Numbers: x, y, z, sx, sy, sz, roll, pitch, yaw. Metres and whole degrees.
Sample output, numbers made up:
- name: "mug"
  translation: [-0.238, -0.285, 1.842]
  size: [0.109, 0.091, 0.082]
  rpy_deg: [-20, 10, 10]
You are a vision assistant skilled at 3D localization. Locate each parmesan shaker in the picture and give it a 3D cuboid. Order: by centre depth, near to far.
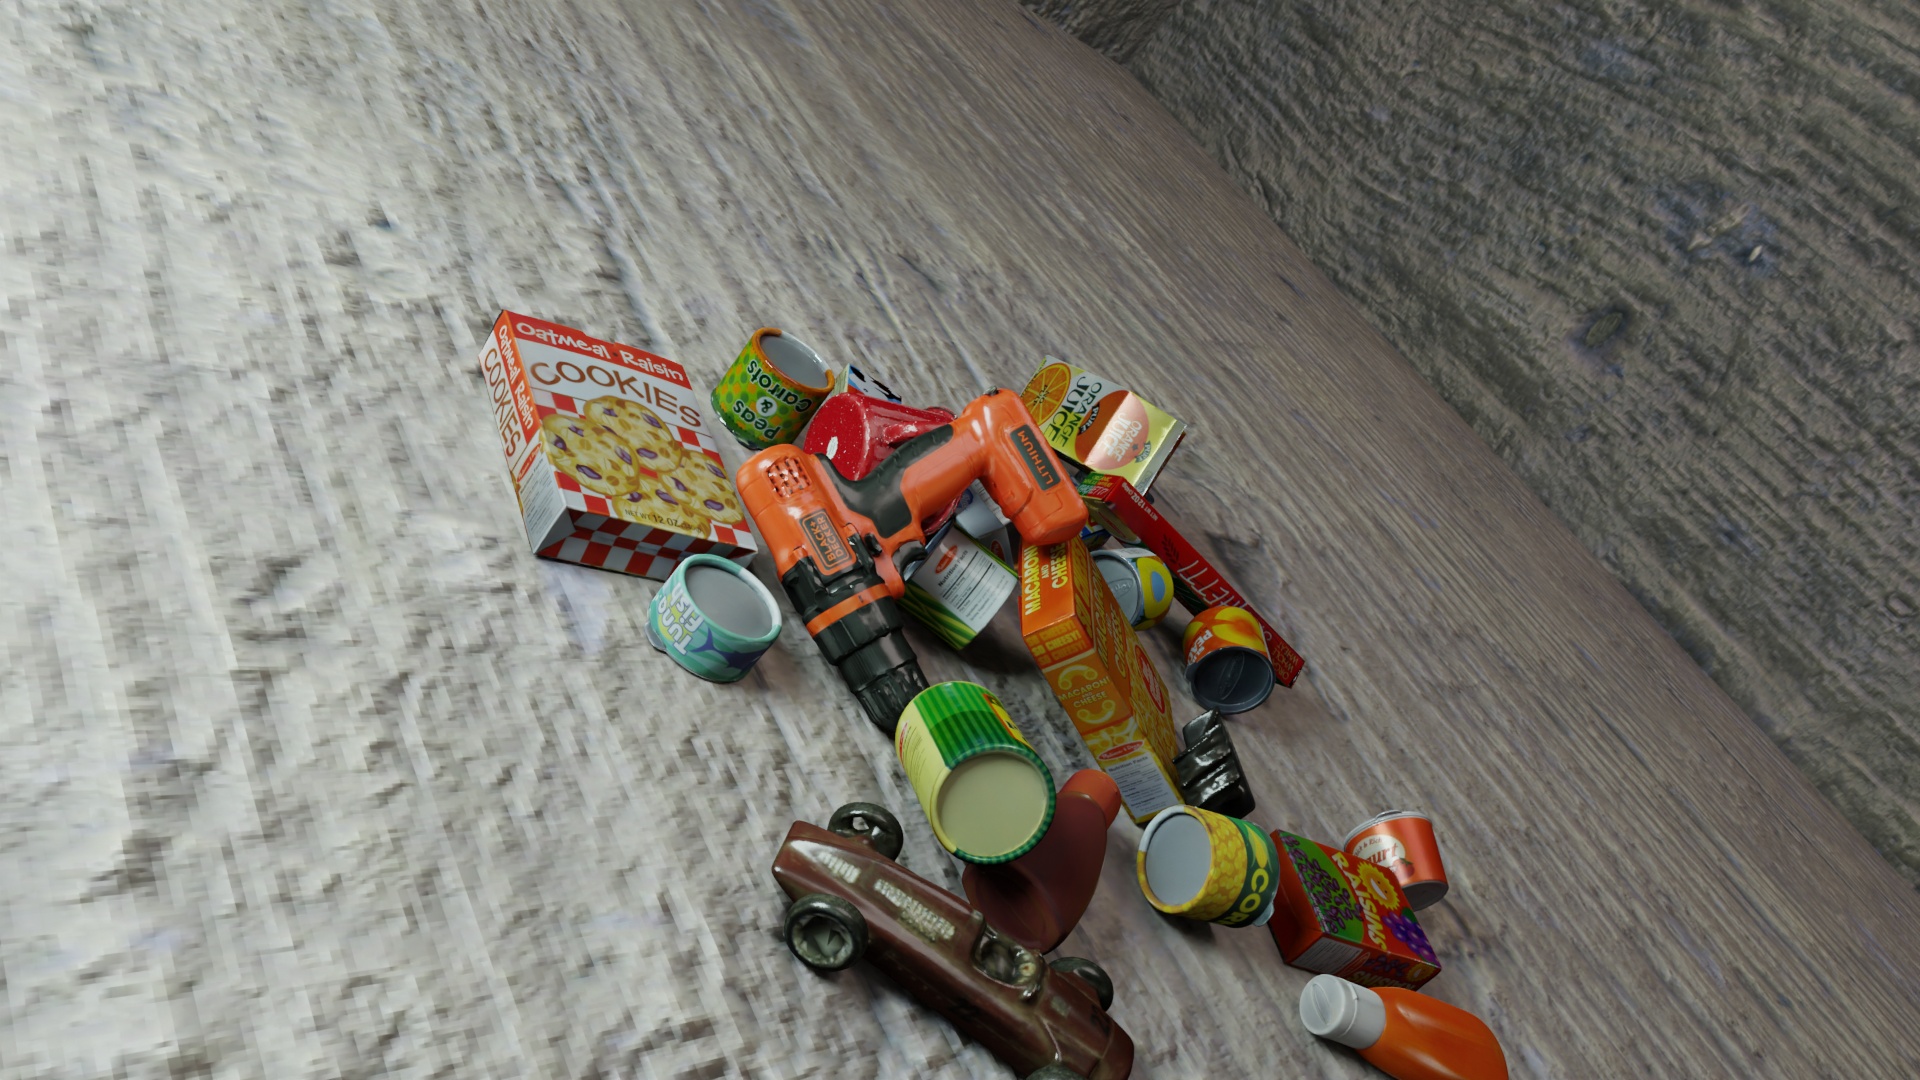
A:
- name: "parmesan shaker"
  translation: [0.007, 0.123, 0.732]
  size: [0.071, 0.071, 0.103]
  rpy_deg: [33, 3, -16]

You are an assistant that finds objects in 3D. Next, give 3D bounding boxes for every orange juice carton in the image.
- name: "orange juice carton"
  translation: [0.121, -0.091, 1.173]
  size: [0.073, 0.072, 0.193]
  rpy_deg: [32, 3, -31]

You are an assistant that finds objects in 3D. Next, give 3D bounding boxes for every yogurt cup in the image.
- name: "yogurt cup"
  translation: [0.324, 0.240, 1.025]
  size: [0.072, 0.072, 0.054]
  rpy_deg: [22, 39, -34]

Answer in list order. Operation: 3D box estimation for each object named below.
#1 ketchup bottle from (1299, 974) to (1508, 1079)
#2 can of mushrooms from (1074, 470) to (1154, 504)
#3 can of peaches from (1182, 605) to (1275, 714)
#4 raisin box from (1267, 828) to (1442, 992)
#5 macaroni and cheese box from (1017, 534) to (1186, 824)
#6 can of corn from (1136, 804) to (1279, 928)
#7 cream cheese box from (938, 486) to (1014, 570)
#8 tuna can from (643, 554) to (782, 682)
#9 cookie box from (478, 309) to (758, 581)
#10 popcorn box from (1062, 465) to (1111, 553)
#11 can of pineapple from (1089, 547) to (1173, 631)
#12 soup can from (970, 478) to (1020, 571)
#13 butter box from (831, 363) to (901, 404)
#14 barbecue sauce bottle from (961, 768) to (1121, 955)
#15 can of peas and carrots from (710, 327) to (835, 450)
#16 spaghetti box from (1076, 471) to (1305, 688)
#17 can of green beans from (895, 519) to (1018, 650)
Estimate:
- name: "ketchup bottle"
  translation: [0.277, 0.310, 0.872]
  size: [0.149, 0.043, 0.065]
  rpy_deg: [27, 28, -26]
- name: "can of mushrooms"
  translation: [0.138, -0.045, 1.253]
  size: [0.071, 0.033, 0.071]
  rpy_deg: [32, 26, -18]
- name: "can of peaches"
  translation: [0.208, 0.093, 1.094]
  size: [0.071, 0.071, 0.058]
  rpy_deg: [33, 27, -17]
- name: "raisin box"
  translation: [0.258, 0.253, 0.940]
  size: [0.123, 0.040, 0.086]
  rpy_deg: [23, 30, -30]
- name: "macaroni and cheese box"
  translation: [0.091, 0.083, 0.906]
  size: [0.166, 0.040, 0.124]
  rpy_deg: [58, 17, -26]
- name: "can of corn"
  translation: [0.151, 0.200, 0.845]
  size: [0.058, 0.071, 0.071]
  rpy_deg: [21, 32, -34]
- name: "cream cheese box"
  translation: [0.003, -0.012, 0.974]
  size: [0.104, 0.024, 0.053]
  rpy_deg: [52, -20, 48]
- name: "tuna can"
  translation: [-0.133, 0.041, 0.746]
  size: [0.071, 0.032, 0.071]
  rpy_deg: [32, 26, -18]
- name: "cookie box"
  translation: [-0.198, -0.053, 0.797]
  size: [0.123, 0.040, 0.168]
  rpy_deg: [15, 36, -43]
- name: "popcorn box"
  translation: [0.061, -0.038, 1.131]
  size: [0.127, 0.038, 0.085]
  rpy_deg: [48, 28, 14]
- name: "can of pineapple"
  translation: [0.122, 0.041, 1.060]
  size: [0.071, 0.070, 0.058]
  rpy_deg: [52, 27, 21]
- name: "soup can"
  translation: [0.031, -0.025, 1.042]
  size: [0.071, 0.071, 0.084]
  rpy_deg: [17, 35, -41]
- name: "butter box"
  translation: [-0.072, -0.090, 1.047]
  size: [0.053, 0.024, 0.104]
  rpy_deg: [30, 27, -20]
- name: "barbecue sauce bottle"
  translation: [0.054, 0.173, 0.783]
  size: [0.065, 0.043, 0.149]
  rpy_deg: [49, 26, 5]
- name: "can of peas and carrots"
  translation: [-0.128, -0.102, 0.949]
  size: [0.071, 0.058, 0.071]
  rpy_deg: [32, 27, -18]
- name: "spaghetti box"
  translation: [0.188, 0.034, 1.127]
  size: [0.249, 0.029, 0.050]
  rpy_deg: [43, -11, -23]
- name: "can of green beans"
  translation: [-0.004, 0.029, 0.903]
  size: [0.058, 0.071, 0.071]
  rpy_deg: [40, 25, -5]
